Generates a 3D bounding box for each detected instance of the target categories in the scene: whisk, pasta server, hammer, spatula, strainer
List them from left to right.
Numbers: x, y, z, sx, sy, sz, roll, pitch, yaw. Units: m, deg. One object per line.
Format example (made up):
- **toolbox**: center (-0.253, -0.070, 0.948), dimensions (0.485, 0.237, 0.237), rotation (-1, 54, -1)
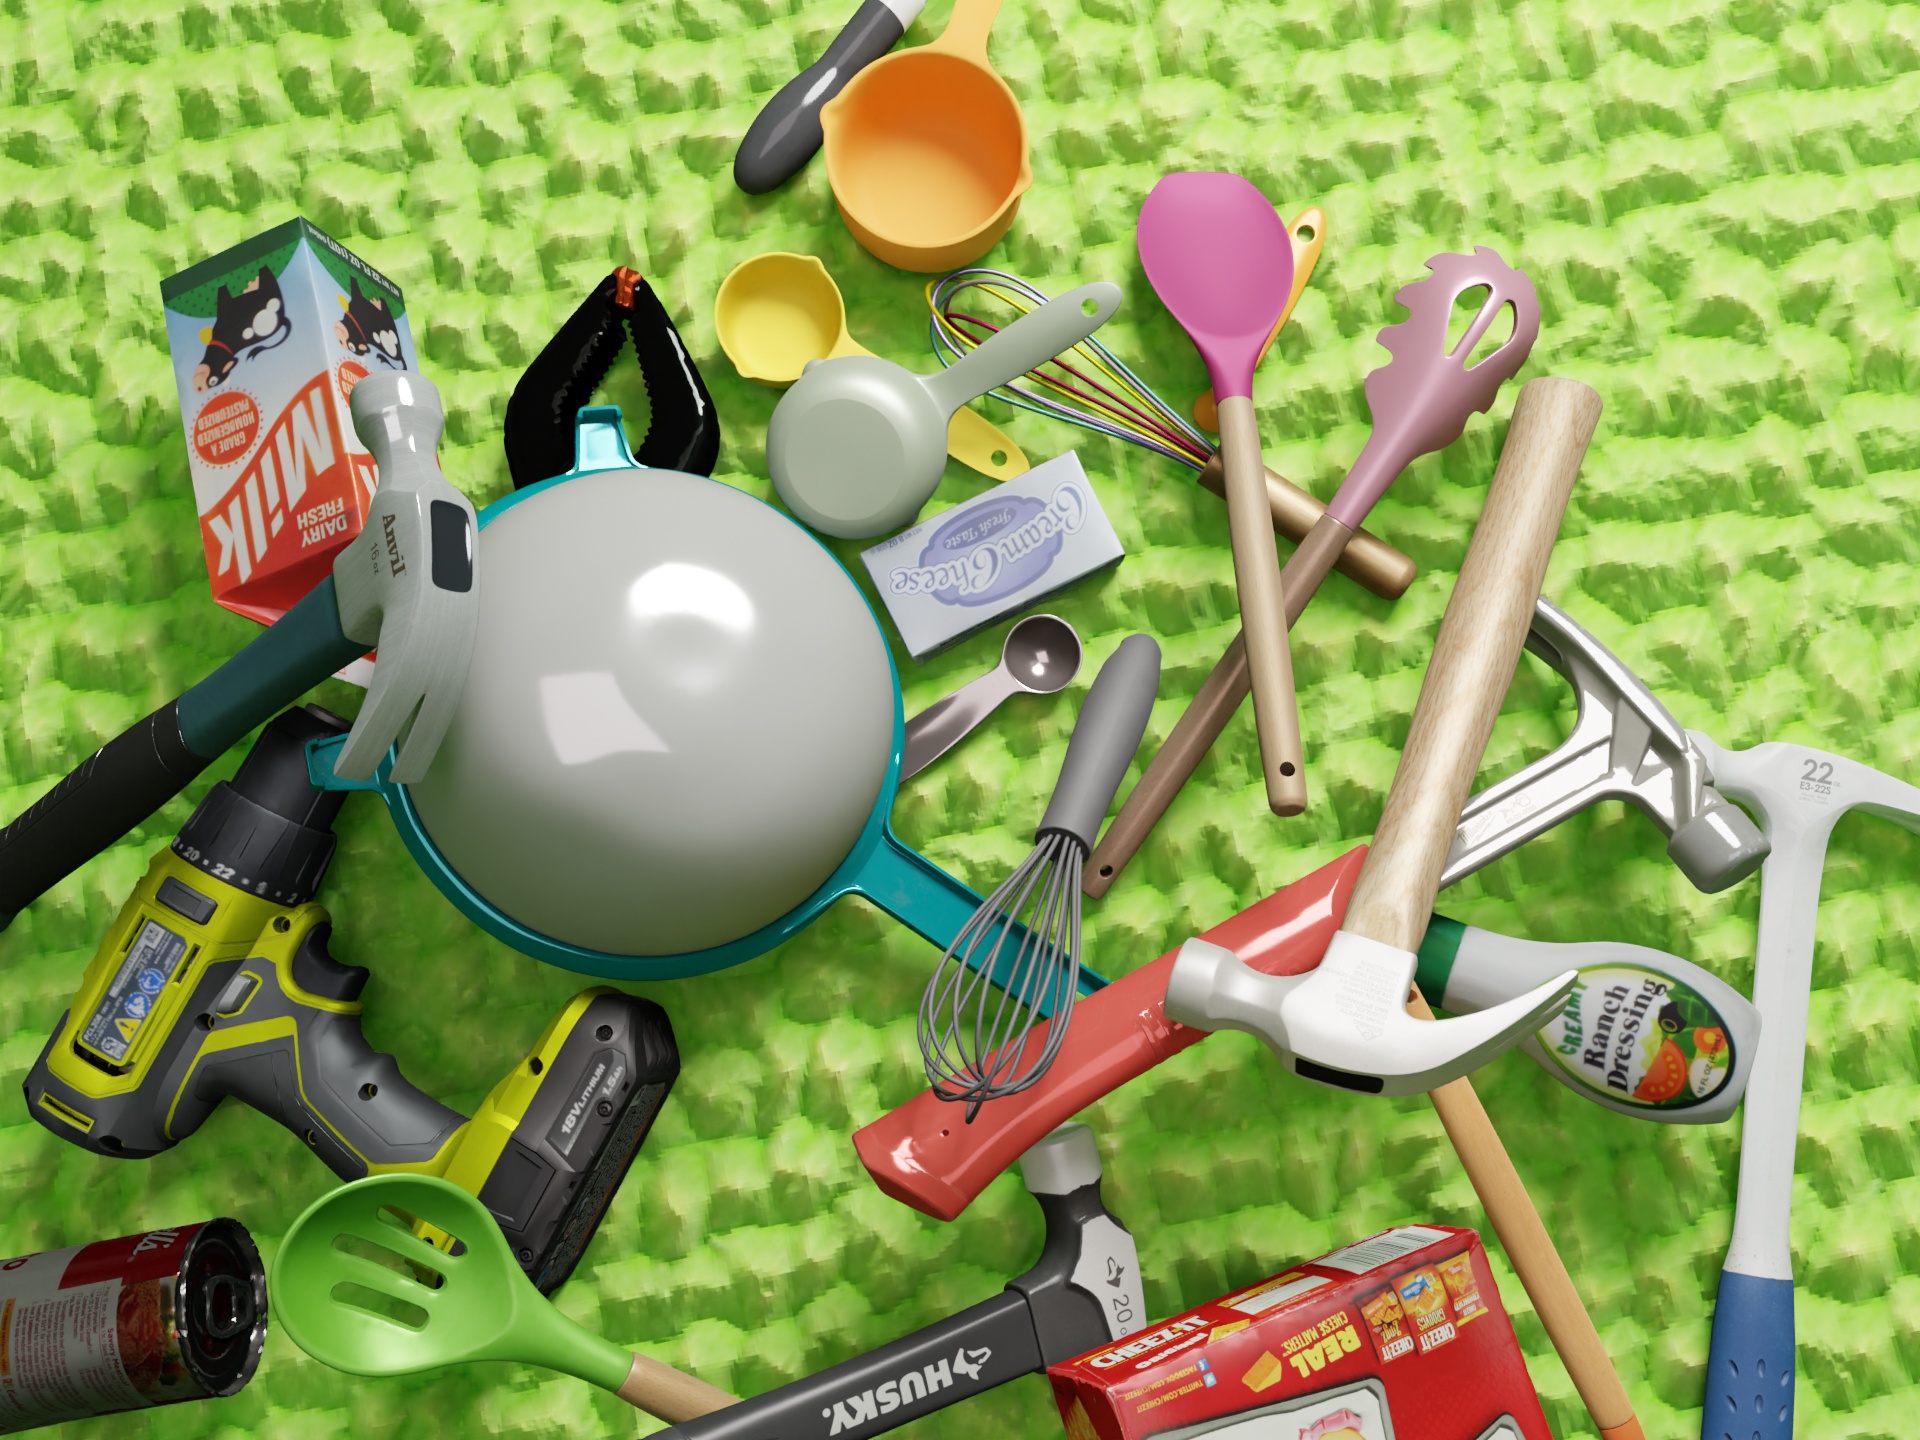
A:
- **hammer**: center (-0.293, 0.006, 0.598), dimensions (0.331, 0.033, 0.128), rotation (-28, 69, 29)
- **hammer**: center (-0.076, 0.263, 0.564), dimensions (0.334, 0.035, 0.146), rotation (-12, 86, -27)
- **strainer**: center (-0.060, 0.025, 0.607), dimensions (0.340, 0.095, 0.211), rotation (35, 68, -6)
- **whisk**: center (-0.008, -0.349, 0.718), dimensions (0.070, 0.070, 0.284), rotation (39, 89, 7)
- **whisk**: center (0.040, 0.049, 0.614), dimensions (0.055, 0.055, 0.239), rotation (22, 50, 5)
- **whisk**: center (0.088, -0.121, 0.687), dimensions (0.245, 0.047, 0.051), rotation (33, 102, 2)
- **hammer**: center (0.119, 0.078, 0.617), dimensions (0.359, 0.036, 0.149), rotation (-28, 58, -7)
- **pasta server**: center (0.140, -0.059, 0.661), dimensions (0.060, 0.040, 0.316), rotation (33, 96, -2)
- **hammer**: center (0.197, -0.008, 0.619), dimensions (0.130, 0.031, 0.331), rotation (17, 62, 20)
- **spatula**: center (0.238, 0.238, 0.592), dimensions (0.081, 0.041, 0.323), rotation (-23, 80, -16)
- **hammer**: center (0.324, 0.210, 0.632), dimensions (0.144, 0.035, 0.405), rotation (9, 82, 3)

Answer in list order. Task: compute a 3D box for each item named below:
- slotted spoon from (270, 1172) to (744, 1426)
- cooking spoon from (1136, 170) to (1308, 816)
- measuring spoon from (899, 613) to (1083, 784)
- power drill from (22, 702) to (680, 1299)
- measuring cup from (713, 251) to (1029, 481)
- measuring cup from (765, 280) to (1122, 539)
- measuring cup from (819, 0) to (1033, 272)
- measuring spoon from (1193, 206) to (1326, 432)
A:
- **slotted spoon**: center (-0.104, 0.253, 0.587), dimensions (0.313, 0.031, 0.070), rotation (34, 76, -17)
- **cooking spoon**: center (0.115, -0.108, 0.652), dimensions (0.068, 0.017, 0.319), rotation (0, 62, -3)
- **measuring spoon**: center (-0.001, -0.002, 0.686), dimensions (0.124, 0.018, 0.034), rotation (-35, 86, 3)
- **power drill**: center (-0.234, 0.117, 0.641), dimensions (0.228, 0.080, 0.190), rotation (27, 83, 8)
- **measuring cup**: center (-0.038, -0.149, 0.707), dimensions (0.156, 0.029, 0.062), rotation (32, 86, -6)
- **measuring cup**: center (-0.008, -0.133, 0.659), dimensions (0.167, 0.038, 0.083), rotation (-27, 104, 20)
- **measuring cup**: center (-0.001, -0.282, 0.703), dimensions (0.095, 0.052, 0.173), rotation (19, 85, 2)
- **measuring spoon**: center (0.135, -0.181, 0.709), dimensions (0.021, 0.011, 0.117), rotation (27, 83, 5)
